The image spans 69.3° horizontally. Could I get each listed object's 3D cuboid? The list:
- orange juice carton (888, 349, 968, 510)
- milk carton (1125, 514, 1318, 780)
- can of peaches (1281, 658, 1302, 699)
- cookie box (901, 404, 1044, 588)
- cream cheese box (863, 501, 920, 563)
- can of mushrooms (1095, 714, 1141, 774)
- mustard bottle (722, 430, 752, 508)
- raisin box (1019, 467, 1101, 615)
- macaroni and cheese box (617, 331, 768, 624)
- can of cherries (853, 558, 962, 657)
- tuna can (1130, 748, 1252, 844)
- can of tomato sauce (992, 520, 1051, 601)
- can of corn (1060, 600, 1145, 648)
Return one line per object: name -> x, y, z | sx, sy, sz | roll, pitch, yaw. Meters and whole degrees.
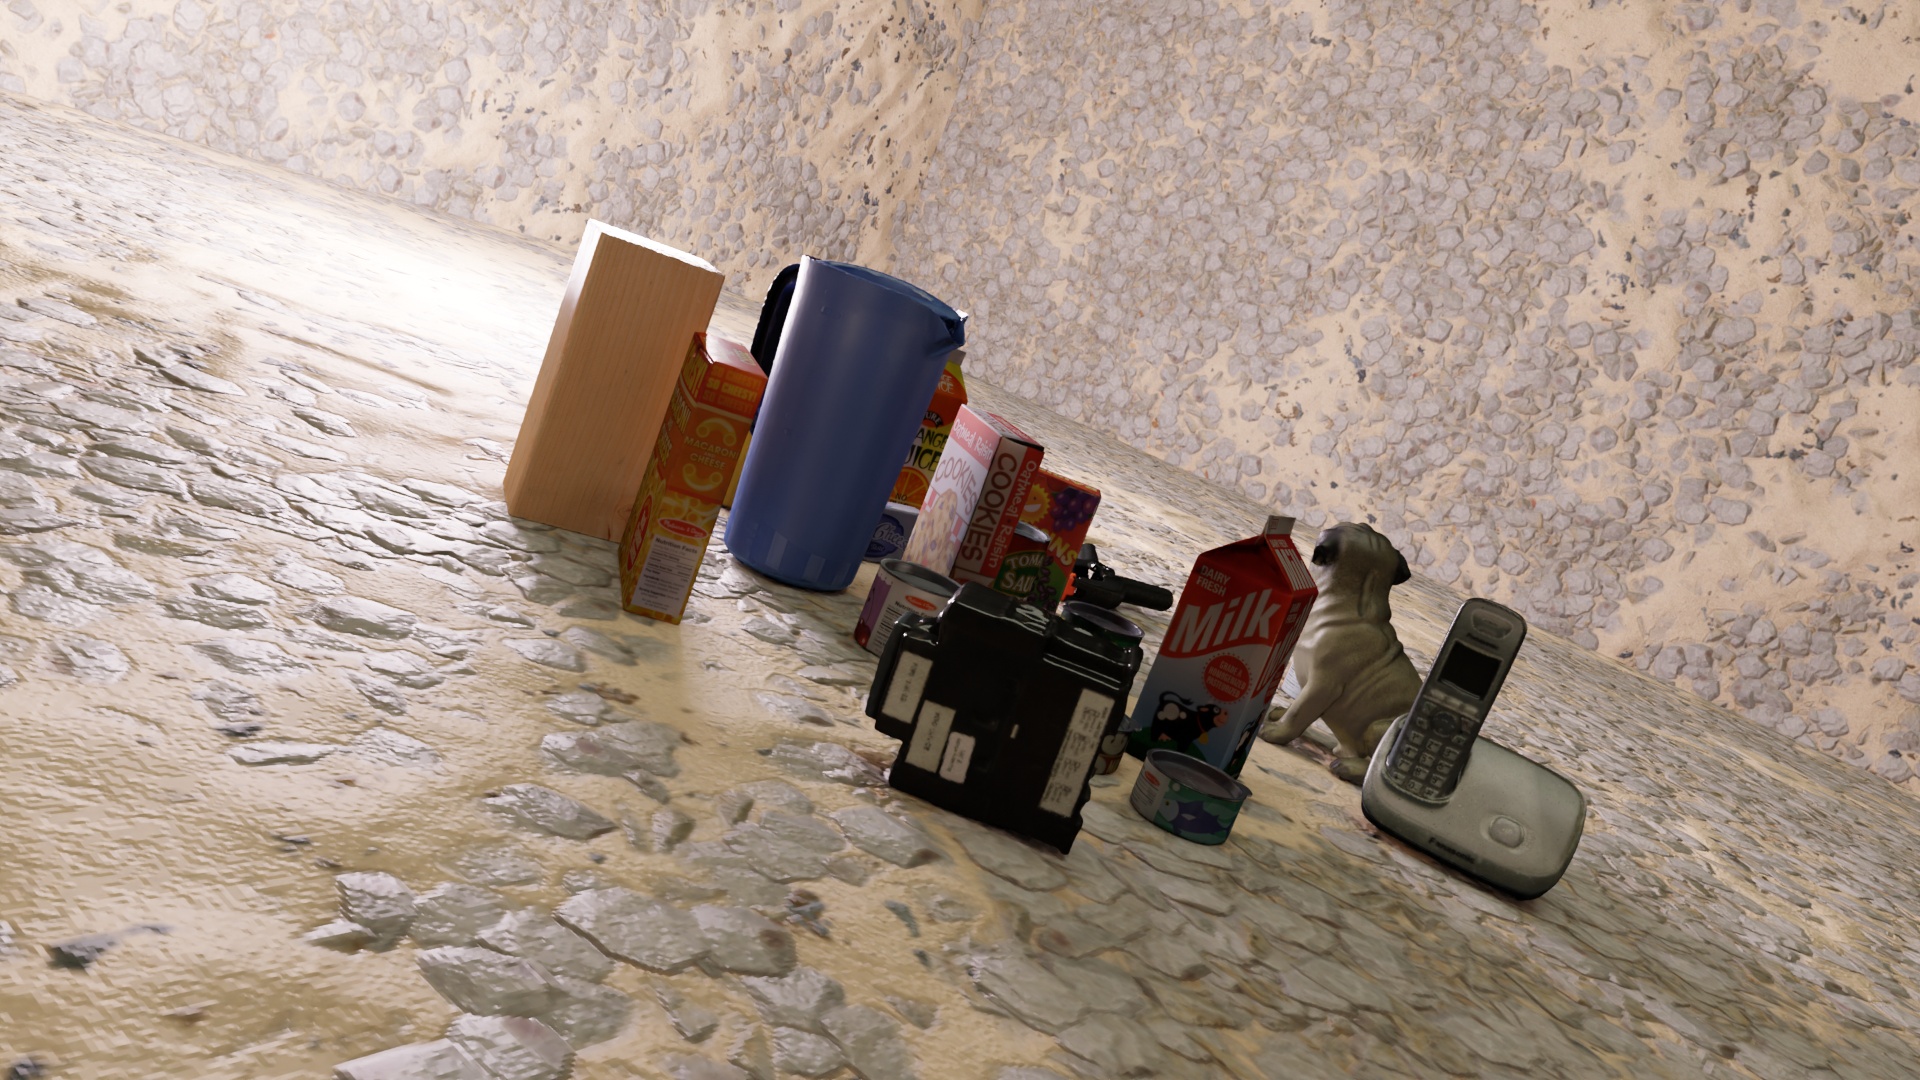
orange juice carton -> -0.055, -0.103, 1.351 | 0.072, 0.192, 0.073 | 14, 12, -34
milk carton -> 0.186, 0.071, 0.957 | 0.073, 0.190, 0.072 | 26, 11, 25
can of peaches -> 0.351, 0.129, 1.336 | 0.071, 0.058, 0.071 | 20, 11, -4
cookie box -> 0.004, -0.014, 1.090 | 0.040, 0.167, 0.123 | 18, 11, -19
cream cheese box -> -0.082, -0.010, 1.214 | 0.104, 0.053, 0.024 | 12, 14, -40
can of mushrooms -> 0.081, 0.125, 0.913 | 0.071, 0.033, 0.071 | 20, 11, -4
mustard bottle -> -0.167, -0.101, 1.218 | 0.049, 0.160, 0.065 | 23, 10, 9
raisin box -> 0.068, -0.003, 1.276 | 0.086, 0.123, 0.040 | 22, 10, 2
macaroni and cheese box -> -0.178, -0.045, 0.902 | 0.040, 0.166, 0.124 | 17, 11, -20
can of cherries -> -0.035, 0.052, 0.985 | 0.071, 0.058, 0.071 | 20, 11, -4
tuna can -> 0.143, 0.159, 0.863 | 0.071, 0.032, 0.071 | 20, 11, -4
can of tomato sauce -> 0.033, 0.025, 1.178 | 0.071, 0.083, 0.071 | 20, 10, -4
can of corn -> 0.099, 0.085, 1.075 | 0.071, 0.058, 0.071 | 20, 11, -4
